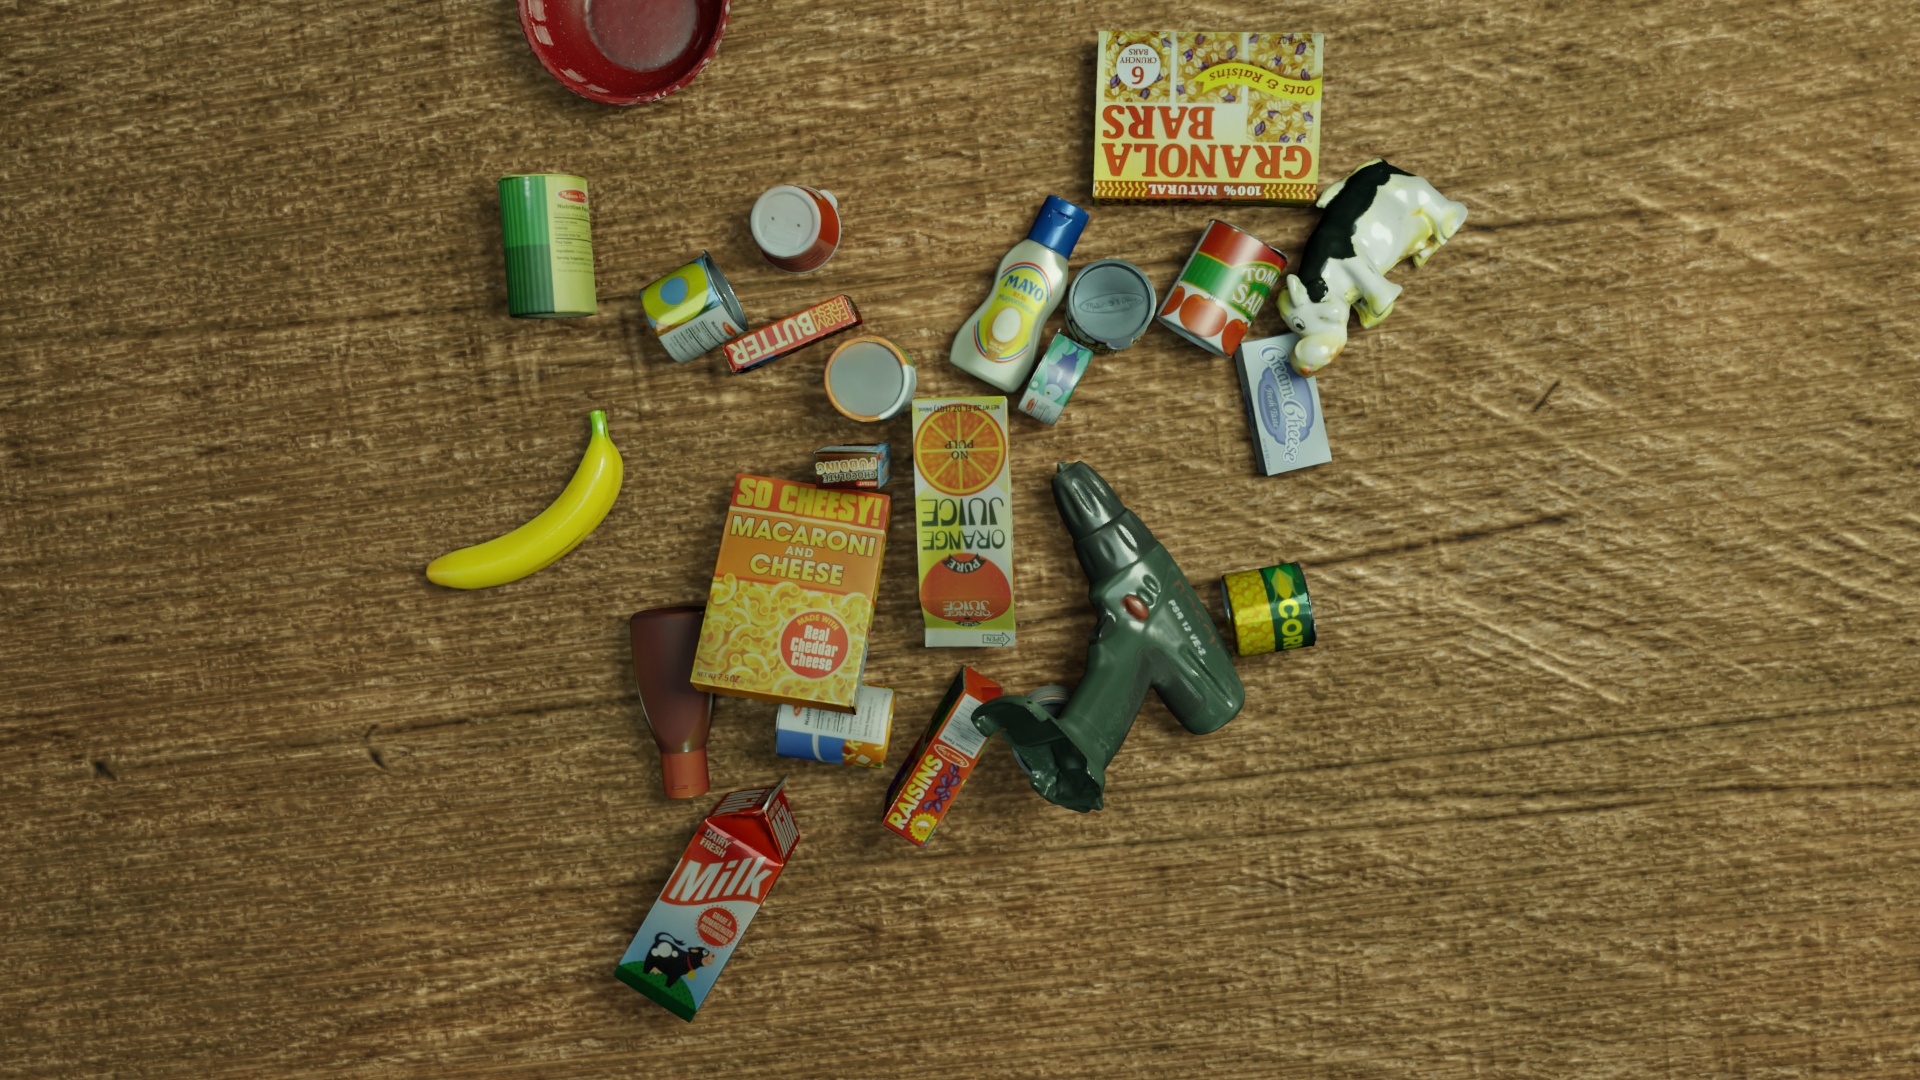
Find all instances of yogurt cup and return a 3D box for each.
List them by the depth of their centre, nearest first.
[{"bbox_3d":[-0.128,-0.240,1.059,0.072,0.054,0.072,0,96,4],"label":"yogurt cup"}]

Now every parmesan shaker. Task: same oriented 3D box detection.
[{"bbox_3d":[-0.318,-0.223,1.062,0.071,0.071,0.103,-2,95,3],"label":"parmesan shaker"}]

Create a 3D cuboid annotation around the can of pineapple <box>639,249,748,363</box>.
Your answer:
[{"bbox_3d":[-0.204,-0.178,1.063,0.058,0.071,0.071,-27,93,5],"label":"can of pineapple"}]

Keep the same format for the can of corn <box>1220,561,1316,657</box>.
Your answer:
[{"bbox_3d":[0.233,0.054,1.055,0.058,0.071,0.071,-11,94,5],"label":"can of corn"}]

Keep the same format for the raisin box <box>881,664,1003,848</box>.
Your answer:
[{"bbox_3d":[-0.013,0.165,1.070,0.040,0.086,0.123,31,96,-5],"label":"raisin box"}]

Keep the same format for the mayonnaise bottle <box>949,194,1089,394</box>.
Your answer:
[{"bbox_3d":[0.049,-0.189,1.059,0.065,0.041,0.148,27,96,3],"label":"mayonnaise bottle"}]

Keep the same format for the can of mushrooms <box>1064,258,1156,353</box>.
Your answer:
[{"bbox_3d":[0.113,-0.175,1.054,0.071,0.033,0.071,0,81,-2],"label":"can of mushrooms"}]

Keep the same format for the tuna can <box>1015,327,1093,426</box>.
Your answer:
[{"bbox_3d":[0.073,-0.124,1.052,0.033,0.071,0.071,29,96,0],"label":"tuna can"}]

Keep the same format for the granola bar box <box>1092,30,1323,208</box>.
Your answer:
[{"bbox_3d":[0.183,-0.315,1.043,0.166,0.039,0.124,2,94,3],"label":"granola bar box"}]

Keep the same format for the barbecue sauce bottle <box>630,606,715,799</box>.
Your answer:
[{"bbox_3d":[-0.223,0.128,1.100,0.065,0.044,0.148,-4,95,4],"label":"barbecue sauce bottle"}]

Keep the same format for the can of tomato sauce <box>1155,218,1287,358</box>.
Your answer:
[{"bbox_3d":[0.196,-0.187,1.038,0.071,0.071,0.083,30,97,0],"label":"can of tomato sauce"}]

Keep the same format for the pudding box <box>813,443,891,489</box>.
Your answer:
[{"bbox_3d":[-0.081,-0.057,1.057,0.050,0.084,0.030,-1,98,3],"label":"pudding box"}]

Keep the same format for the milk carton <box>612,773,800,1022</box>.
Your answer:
[{"bbox_3d":[-0.189,0.271,1.095,0.073,0.072,0.190,31,96,1],"label":"milk carton"}]

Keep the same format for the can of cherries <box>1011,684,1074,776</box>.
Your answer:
[{"bbox_3d":[0.072,0.152,1.078,0.071,0.058,0.071,0,95,2],"label":"can of cherries"}]

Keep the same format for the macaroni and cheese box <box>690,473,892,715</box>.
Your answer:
[{"bbox_3d":[-0.126,0.040,1.059,0.124,0.040,0.167,9,72,1],"label":"macaroni and cheese box"}]

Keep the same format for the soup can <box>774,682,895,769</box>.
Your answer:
[{"bbox_3d":[-0.097,0.142,1.085,0.084,0.071,0.071,8,96,2],"label":"soup can"}]

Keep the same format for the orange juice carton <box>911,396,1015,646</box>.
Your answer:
[{"bbox_3d":[0.004,-0.013,1.061,0.072,0.073,0.192,-2,95,3],"label":"orange juice carton"}]

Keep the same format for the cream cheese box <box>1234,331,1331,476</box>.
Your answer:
[{"bbox_3d":[0.246,-0.105,1.062,0.053,0.024,0.103,-13,94,-3],"label":"cream cheese box"}]

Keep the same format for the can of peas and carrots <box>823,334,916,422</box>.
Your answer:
[{"bbox_3d":[-0.071,-0.124,1.063,0.071,0.059,0.071,0,95,3],"label":"can of peas and carrots"}]

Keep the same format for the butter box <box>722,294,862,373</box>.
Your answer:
[{"bbox_3d":[-0.128,-0.158,1.066,0.103,0.053,0.024,-22,96,5],"label":"butter box"}]
